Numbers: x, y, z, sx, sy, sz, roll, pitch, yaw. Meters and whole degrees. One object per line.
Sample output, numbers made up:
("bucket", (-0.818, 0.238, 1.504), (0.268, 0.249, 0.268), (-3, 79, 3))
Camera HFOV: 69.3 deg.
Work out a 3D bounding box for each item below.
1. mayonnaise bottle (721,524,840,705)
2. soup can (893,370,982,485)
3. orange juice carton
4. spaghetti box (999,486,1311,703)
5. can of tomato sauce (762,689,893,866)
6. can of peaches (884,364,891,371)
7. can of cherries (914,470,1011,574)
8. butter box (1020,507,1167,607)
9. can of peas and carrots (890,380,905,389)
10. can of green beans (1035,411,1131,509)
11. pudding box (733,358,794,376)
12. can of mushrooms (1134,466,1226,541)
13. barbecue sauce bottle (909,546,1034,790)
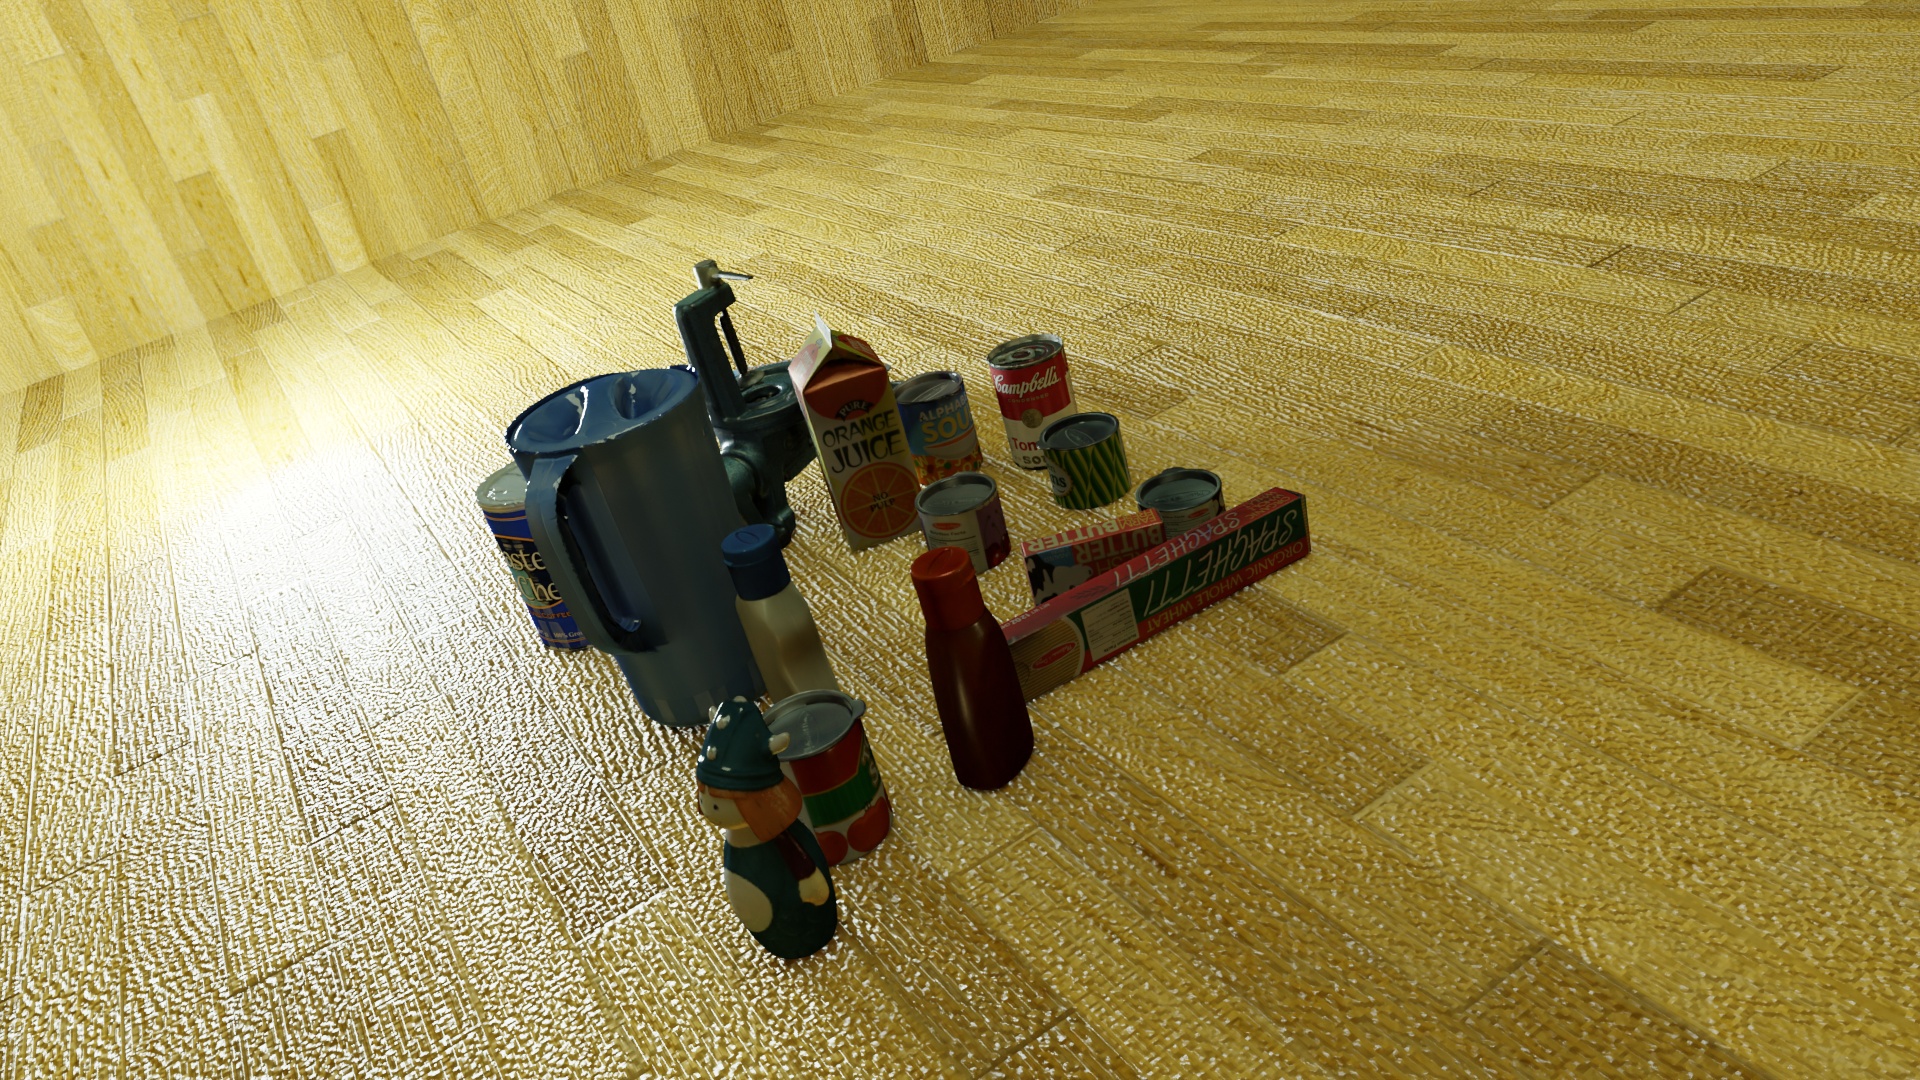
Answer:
("mayonnaise bottle", (-0.119, 0.061, 0.925), (0.041, 0.147, 0.065), (-31, 31, -27))
("soup can", (-0.019, -0.100, 1.240), (0.071, 0.083, 0.072), (-12, 28, 7))
("orange juice carton", (-0.088, -0.095, 1.149), (0.073, 0.191, 0.072), (-19, 28, -7))
("spaghetti box", (0.134, 0.035, 0.951), (0.251, 0.050, 0.029), (-25, 29, -19))
("can of tomato sauce", (-0.080, 0.141, 0.828), (0.071, 0.082, 0.071), (-12, 28, 7))
("can of peaches", (-0.096, -0.137, 1.375), (0.071, 0.057, 0.071), (-12, 28, 7))
("can of cherries", (0.004, -0.014, 1.097), (0.071, 0.058, 0.072), (-12, 28, 7))
("butter box", (0.099, 0.016, 1.000), (0.103, 0.053, 0.024), (-15, 27, 1))
("can of peas and carrots", (-0.068, -0.111, 1.313), (0.071, 0.058, 0.071), (-12, 28, 7))
("can of green beans", (0.103, -0.066, 1.143), (0.071, 0.057, 0.071), (-12, 28, 7))
("pudding box", (-0.203, -0.163, 1.485), (0.084, 0.049, 0.030), (-11, 28, 9))
("can of mushrooms", (0.169, -0.027, 1.064), (0.071, 0.033, 0.071), (-12, 28, 7))
("barbecue sauce bottle", (0.006, 0.075, 0.835), (0.043, 0.148, 0.065), (1, 31, 28))
